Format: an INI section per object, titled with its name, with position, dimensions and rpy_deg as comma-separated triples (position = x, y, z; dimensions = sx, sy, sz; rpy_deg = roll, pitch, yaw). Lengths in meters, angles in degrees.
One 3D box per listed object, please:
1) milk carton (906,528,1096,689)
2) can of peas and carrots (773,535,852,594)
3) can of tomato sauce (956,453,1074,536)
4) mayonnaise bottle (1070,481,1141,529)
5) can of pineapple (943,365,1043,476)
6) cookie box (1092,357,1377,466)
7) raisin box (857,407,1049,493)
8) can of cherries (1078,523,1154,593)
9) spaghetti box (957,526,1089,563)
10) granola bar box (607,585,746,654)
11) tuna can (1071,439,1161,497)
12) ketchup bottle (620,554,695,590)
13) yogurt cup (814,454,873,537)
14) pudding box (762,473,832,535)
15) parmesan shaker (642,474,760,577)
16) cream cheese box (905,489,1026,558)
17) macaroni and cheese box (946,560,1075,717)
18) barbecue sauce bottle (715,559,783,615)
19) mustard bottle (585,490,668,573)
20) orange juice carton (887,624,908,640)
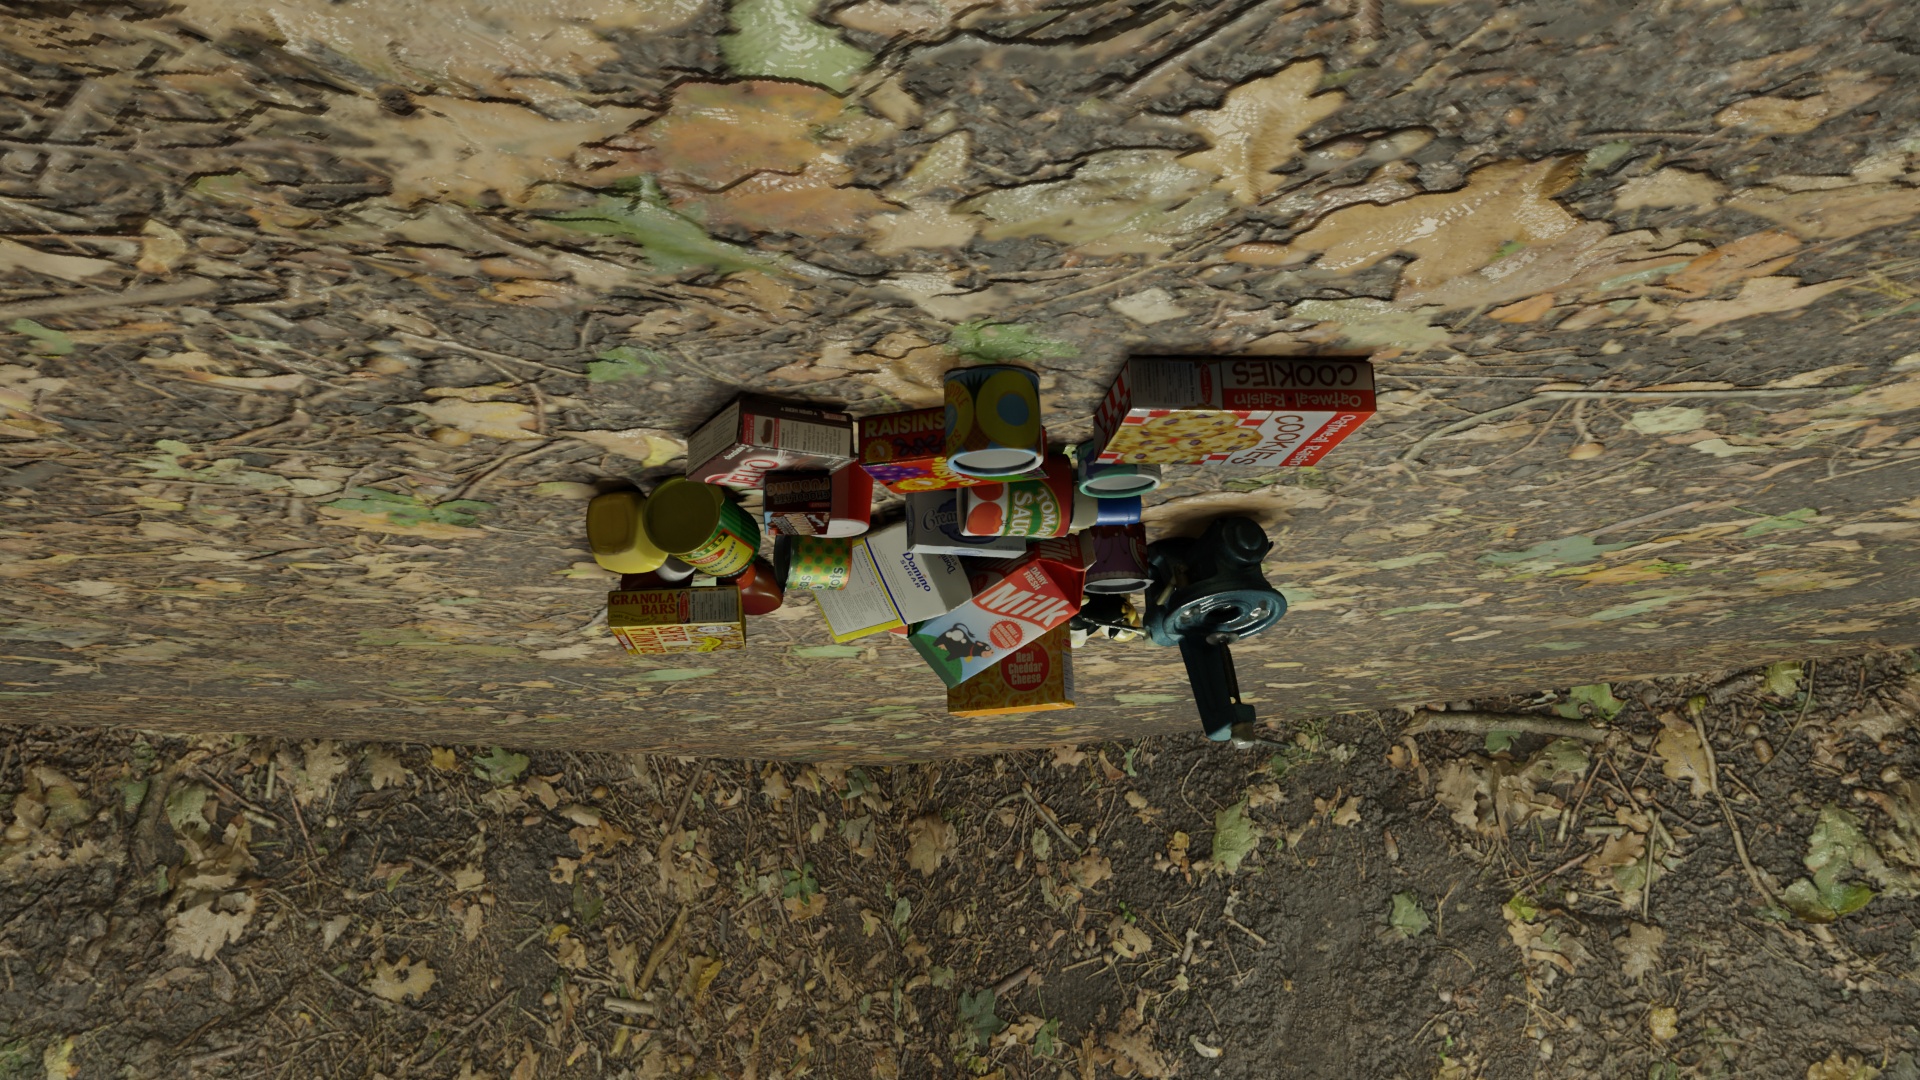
[milk carton]
position = 0.046, 0.053, 1.318
dimensions = 0.190, 0.072, 0.073
rpy_deg = -32, 113, 14
[can of peas and carrots]
position = -0.134, 0.015, 1.263
dimensions = 0.059, 0.071, 0.070
rpy_deg = 3, 165, -21
[can of tomato sauce]
position = 0.042, -0.035, 1.094
dimensions = 0.083, 0.071, 0.071
rpy_deg = 0, 166, -9
[mayonnaise bottle]
position = 0.076, -0.030, 1.166
dimensions = 0.148, 0.041, 0.065
rpy_deg = -2, -168, -6
[can of pineapple]
position = 0.020, -0.079, 0.934
dimensions = 0.071, 0.058, 0.071
rpy_deg = -2, 166, 0
[cookie box]
position = 0.186, -0.088, 0.966
dimensions = 0.168, 0.040, 0.122
rpy_deg = 0, 166, -6
[raisin box]
position = -0.004, -0.067, 1.021
dimensions = 0.123, 0.040, 0.086
rpy_deg = -5, 167, 15
[can of cherries]
position = 0.151, 0.017, 1.347
dimensions = 0.071, 0.058, 0.071
rpy_deg = -2, 165, 0
[spaghetti box]
position = 0.013, -0.003, 1.304
dimensions = 0.050, 0.029, 0.249
rpy_deg = 12, 160, -42
[granola bar box]
position = -0.279, 0.081, 1.388
dimensions = 0.124, 0.039, 0.165
rpy_deg = -2, 166, -7
[tuna can]
position = 0.122, -0.057, 1.094
dimensions = 0.071, 0.033, 0.071
rpy_deg = -3, 166, -1
[ketchup bottle]
position = -0.290, 0.031, 1.362
dimensions = 0.065, 0.043, 0.148
rpy_deg = 1, 165, -23
[yogurt cup]
position = -0.101, -0.035, 1.104
dimensions = 0.072, 0.054, 0.072
rpy_deg = -3, 165, -1
[pudding box]
position = -0.121, -0.026, 1.025
dimensions = 0.050, 0.030, 0.083
rpy_deg = 0, 169, -8
[parmesan shaker]
position = -0.211, -0.011, 1.159
dimensions = 0.071, 0.071, 0.103
rpy_deg = -5, 166, 11
[cream cheese box]
position = 0.004, -0.015, 1.202
dimensions = 0.104, 0.053, 0.024
rpy_deg = 3, 163, -22
[macaroni and cheese box]
position = 0.047, 0.088, 1.391
dimensions = 0.123, 0.167, 0.040
rpy_deg = -8, 164, 20
[barbecue sauce bottle]
position = -0.221, 0.041, 1.415
dimensions = 0.065, 0.044, 0.148
rpy_deg = -2, 166, 0
[mustard bottle]
position = -0.281, 0.000, 1.198
dimensions = 0.049, 0.065, 0.160
rpy_deg = -6, 170, -1
[orange juice carton]
position = -0.028, 0.069, 1.496
dimensions = 0.072, 0.073, 0.192
rpy_deg = -7, 165, 17
